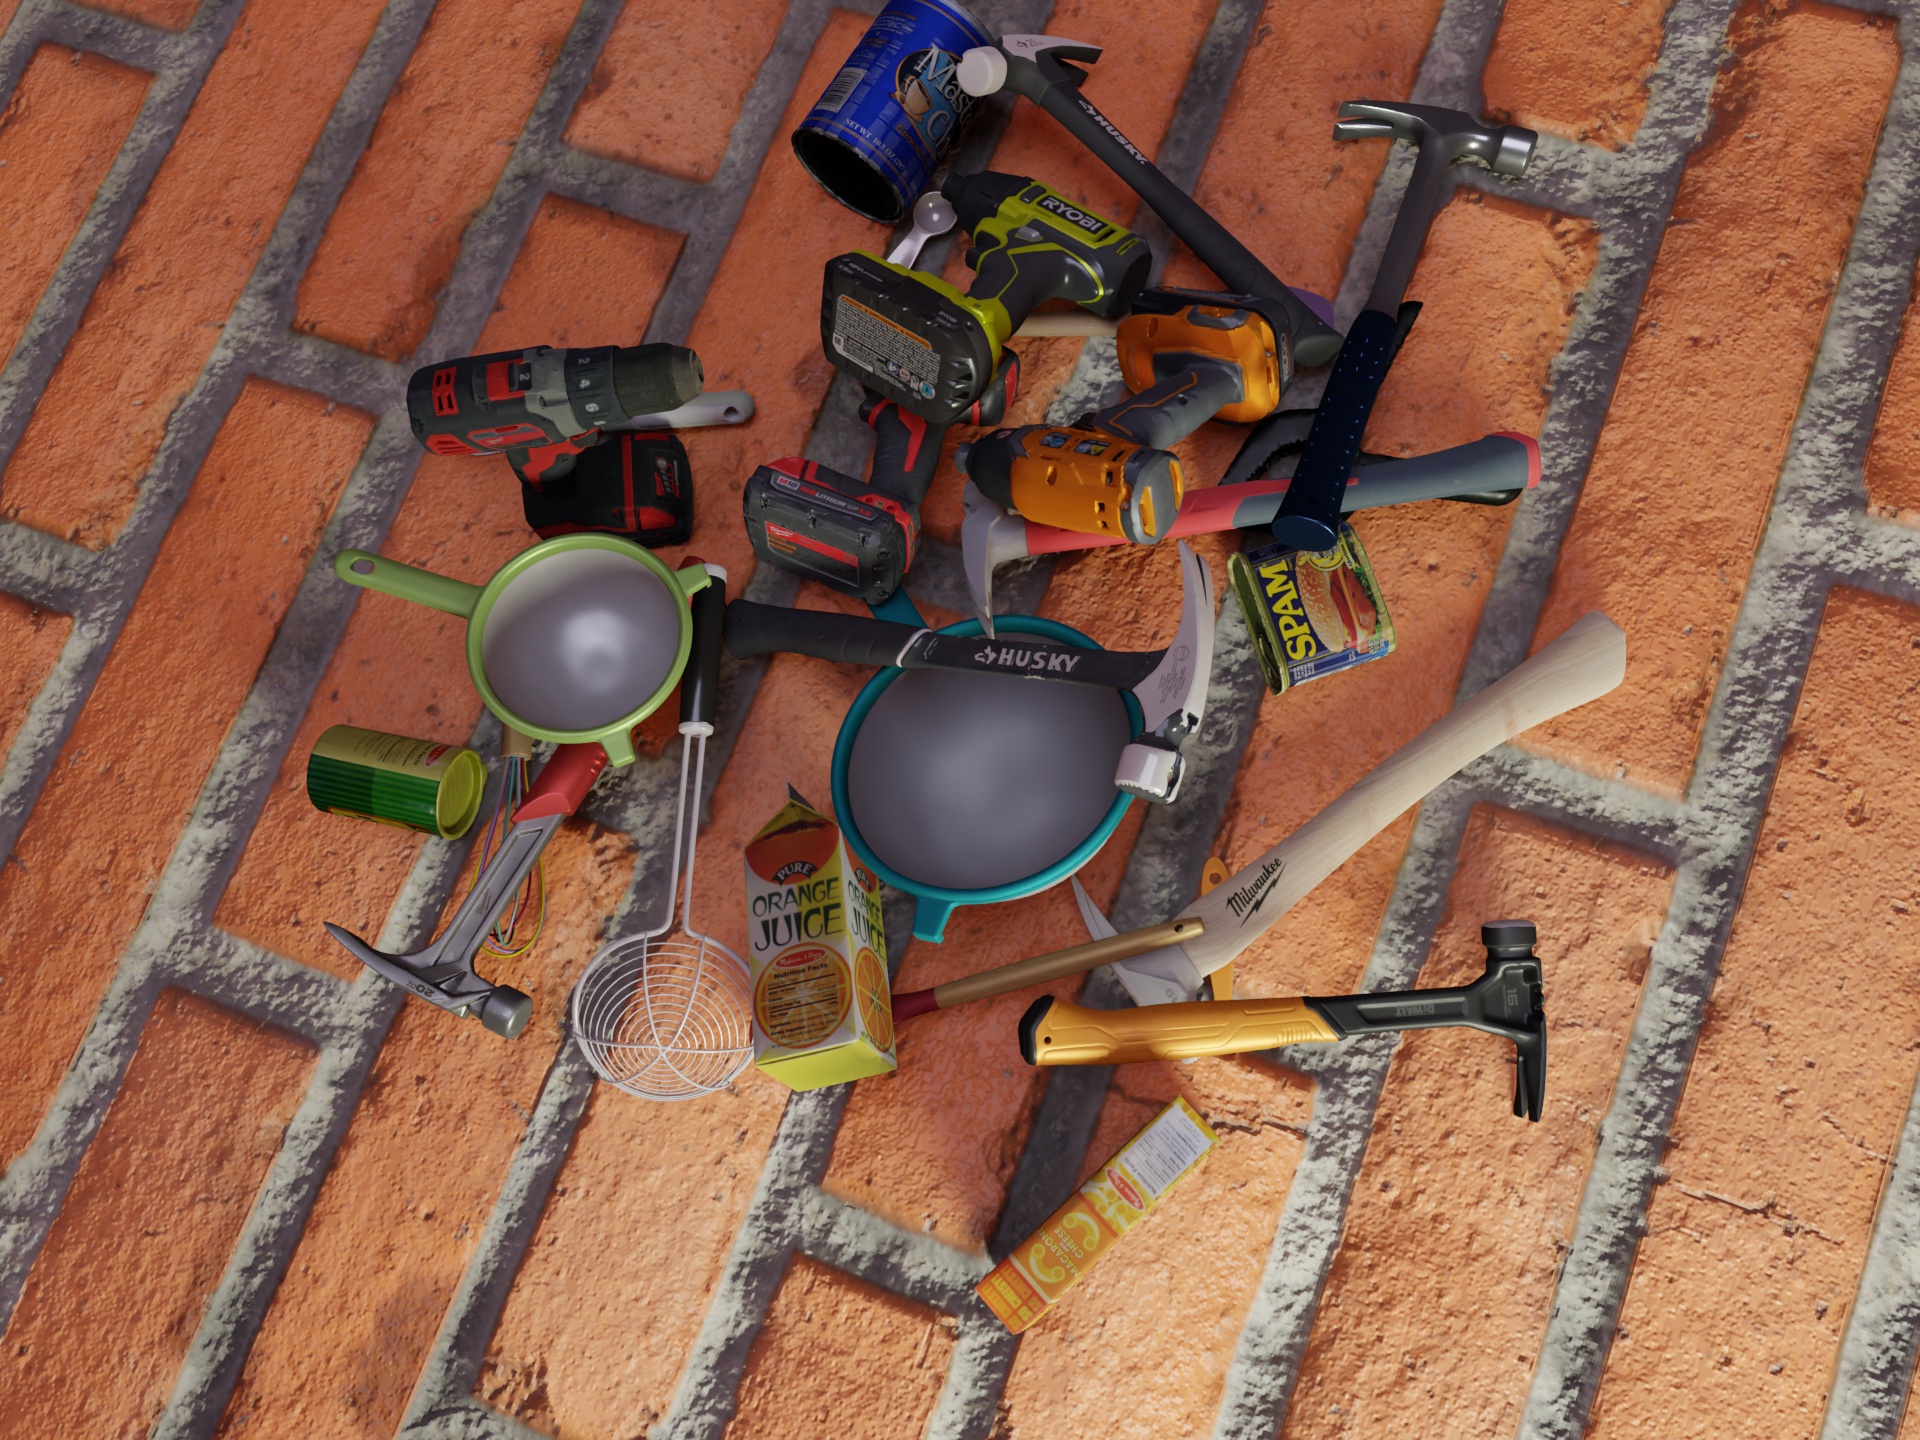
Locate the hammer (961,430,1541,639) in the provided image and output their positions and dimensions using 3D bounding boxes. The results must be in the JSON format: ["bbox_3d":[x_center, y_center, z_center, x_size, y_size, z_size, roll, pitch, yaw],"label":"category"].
[{"bbox_3d":[0.193,-0.136,1.068,0.386,0.038,0.143,-7,45,6],"label":"hammer"}]

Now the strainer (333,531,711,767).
[{"bbox_3d":[-0.303,-0.063,1.090,0.256,0.069,0.151,17,72,8],"label":"strainer"}]

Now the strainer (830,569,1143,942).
[{"bbox_3d":[-0.002,-0.004,1.101,0.211,0.095,0.341,-32,54,-1],"label":"strainer"}]

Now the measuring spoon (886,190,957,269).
[{"bbox_3d":[-0.044,-0.350,1.221,0.034,0.018,0.124,35,90,8],"label":"measuring spoon"}]

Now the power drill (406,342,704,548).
[{"bbox_3d":[-0.248,-0.191,1.094,0.188,0.226,0.080,-8,76,5],"label":"power drill"}]

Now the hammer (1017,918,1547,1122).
[{"bbox_3d":[0.204,0.197,1.000,0.337,0.034,0.127,-2,86,-6],"label":"hammer"}]

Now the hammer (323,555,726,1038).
[{"bbox_3d":[-0.279,0.032,1.109,0.149,0.036,0.359,26,70,10],"label":"hammer"}]

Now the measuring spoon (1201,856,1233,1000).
[{"bbox_3d":[0.175,0.150,1.075,0.021,0.011,0.117,-3,73,7],"label":"measuring spoon"}]

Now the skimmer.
[{"bbox_3d":[-0.188,0.073,1.094,0.127,0.090,0.363,4,70,-6],"label":"skimmer"}]

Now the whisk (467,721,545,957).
[{"bbox_3d":[-0.324,0.048,1.143,0.047,0.051,0.245,-6,73,11],"label":"whisk"}]

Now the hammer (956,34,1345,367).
[{"bbox_3d":[0.153,-0.381,1.159,0.335,0.035,0.146,46,43,8],"label":"hammer"}]

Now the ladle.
[{"bbox_3d":[0.009,0.176,1.053,0.315,0.031,0.069,-17,68,13],"label":"ladle"}]

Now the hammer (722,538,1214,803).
[{"bbox_3d":[-0.014,-0.050,1.018,0.409,0.036,0.149,9,76,42],"label":"hammer"}]

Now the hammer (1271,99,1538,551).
[{"bbox_3d":[0.284,-0.285,1.096,0.144,0.035,0.406,19,63,11],"label":"hammer"}]

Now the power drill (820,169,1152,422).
[{"bbox_3d":[0.008,-0.314,1.127,0.171,0.080,0.223,33,52,18],"label":"power drill"}]

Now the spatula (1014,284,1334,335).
[{"bbox_3d":[0.117,-0.297,1.183,0.316,0.018,0.060,1,72,6],"label":"spatula"}]

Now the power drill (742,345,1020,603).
[{"bbox_3d":[-0.061,-0.202,1.133,0.143,0.078,0.220,22,62,11],"label":"power drill"}]

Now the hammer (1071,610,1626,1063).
[{"bbox_3d":[0.269,0.050,1.068,0.410,0.038,0.146,-36,71,-5],"label":"hammer"}]

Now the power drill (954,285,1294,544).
[{"bbox_3d":[0.110,-0.209,1.079,0.164,0.084,0.226,17,49,34],"label":"power drill"}]

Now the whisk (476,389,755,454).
[{"bbox_3d":[-0.278,-0.229,1.202,0.246,0.057,0.059,-4,46,2],"label":"whisk"}]
